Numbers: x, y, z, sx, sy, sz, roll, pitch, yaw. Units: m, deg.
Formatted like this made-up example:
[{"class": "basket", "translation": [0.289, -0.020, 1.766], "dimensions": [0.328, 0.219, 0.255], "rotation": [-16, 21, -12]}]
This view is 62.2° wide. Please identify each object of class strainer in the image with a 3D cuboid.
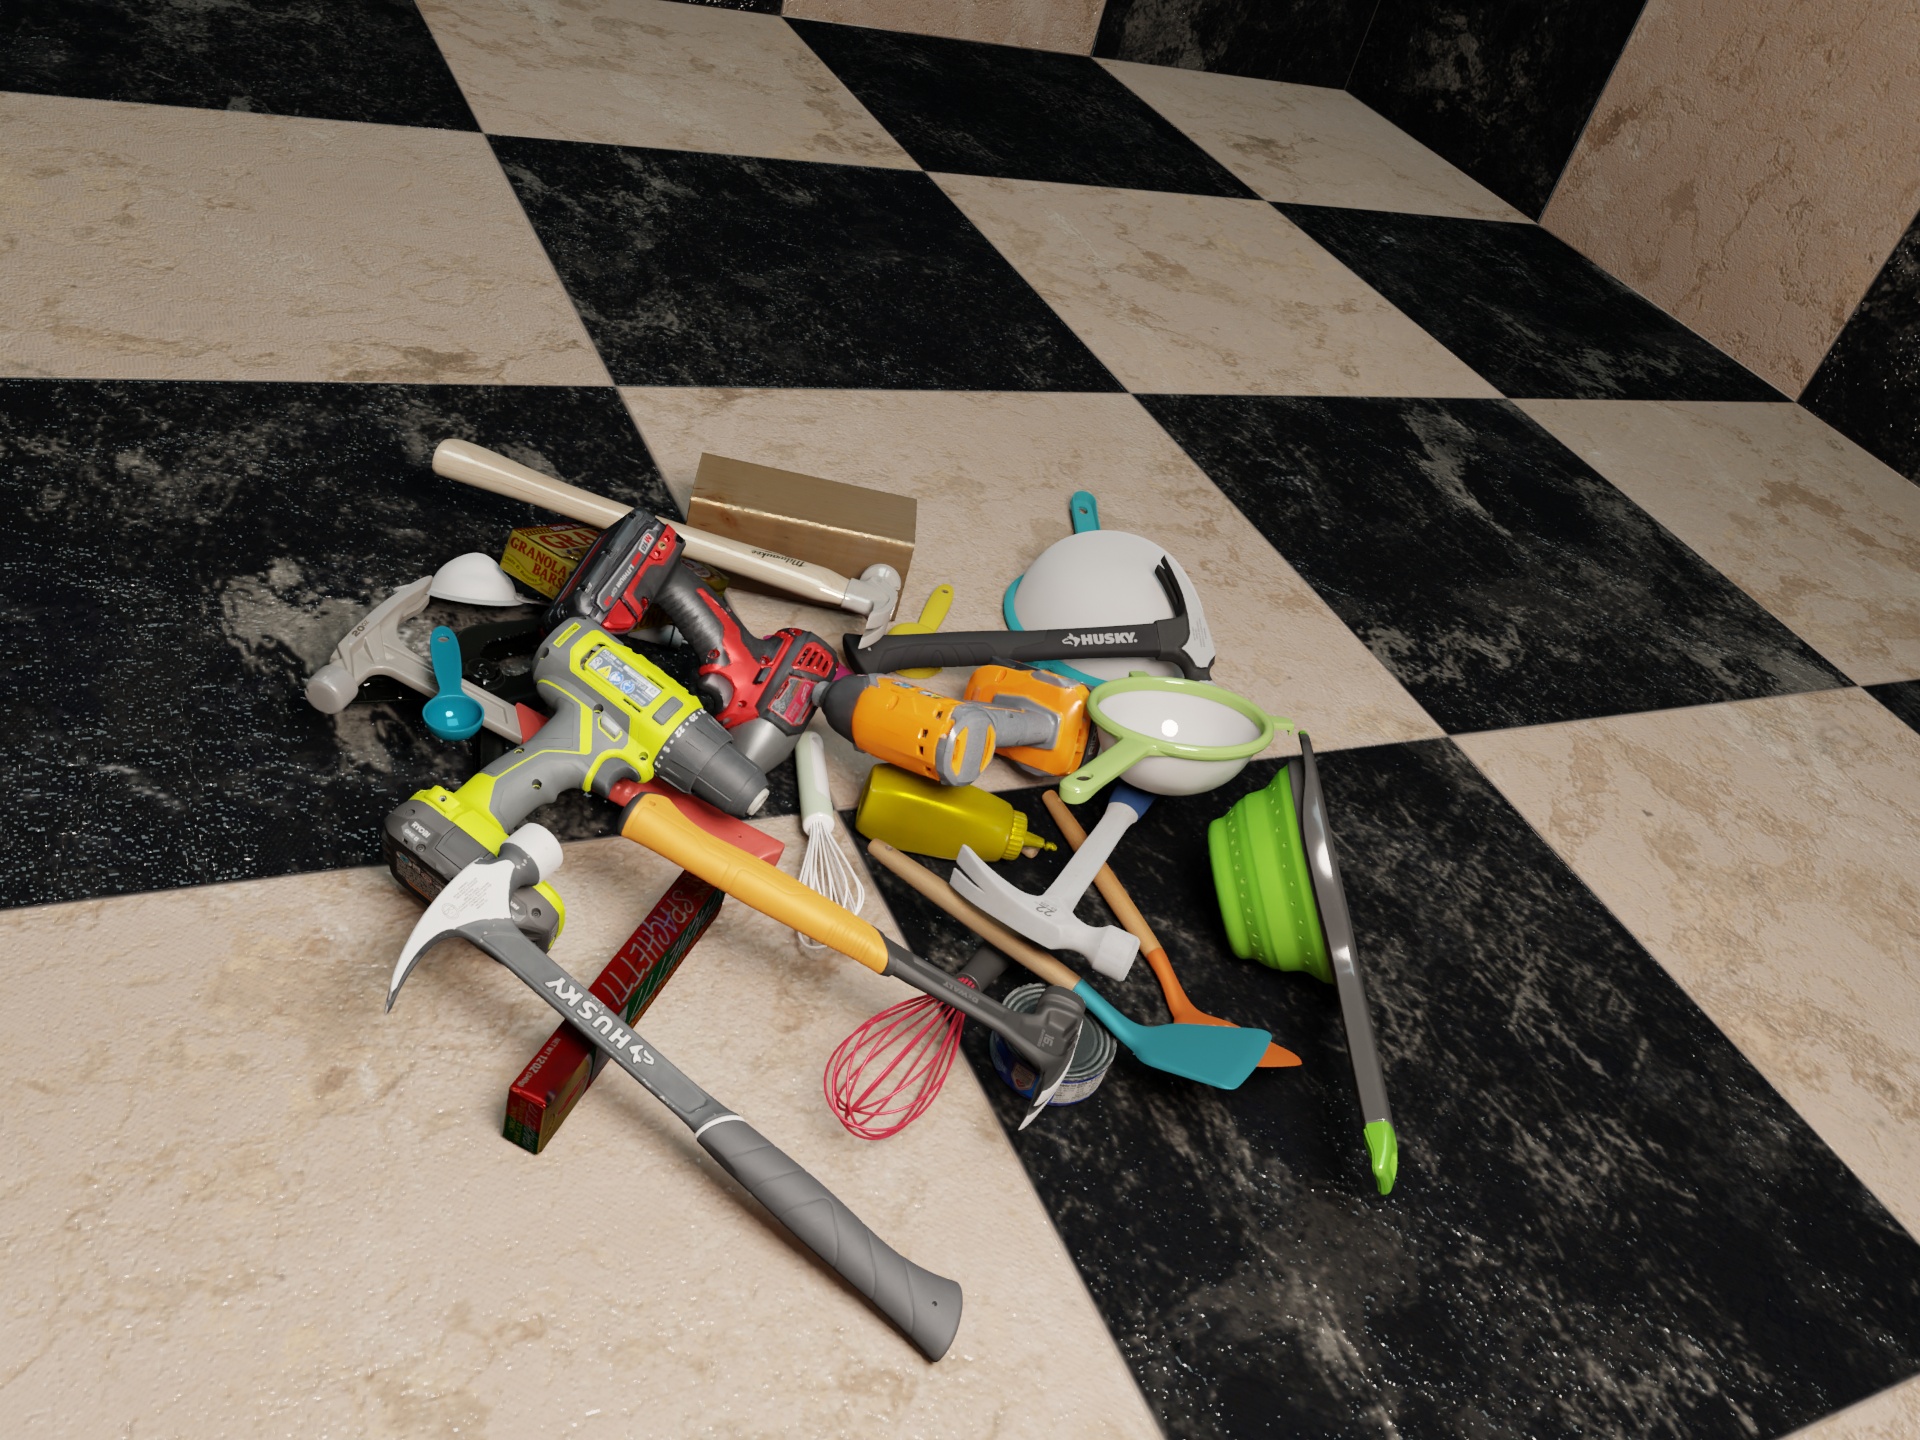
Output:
[{"class": "strainer", "translation": [-0.345, -0.100, 1.353], "dimensions": [0.258, 0.050, 0.087], "rotation": [15, 12, -14]}, {"class": "strainer", "translation": [0.151, -0.162, 1.593], "dimensions": [0.211, 0.095, 0.341], "rotation": [9, 39, -11]}, {"class": "strainer", "translation": [0.144, 0.037, 1.238], "dimensions": [0.151, 0.069, 0.256], "rotation": [20, 27, 28]}]

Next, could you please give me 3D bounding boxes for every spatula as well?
[{"class": "spatula", "translation": [0.065, 0.165, 1.125], "dimensions": [0.318, 0.044, 0.082], "rotation": [33, 31, 17]}, {"class": "spatula", "translation": [0.144, 0.157, 1.232], "dimensions": [0.081, 0.041, 0.323], "rotation": [10, 33, -37]}]

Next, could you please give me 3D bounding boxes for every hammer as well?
[{"class": "hammer", "translation": [-0.162, 0.233, 0.949], "dimensions": [0.409, 0.036, 0.149], "rotation": [39, 46, 7]}, {"class": "hammer", "translation": [-0.077, 0.144, 1.041], "dimensions": [0.337, 0.034, 0.127], "rotation": [29, 25, 2]}, {"class": "hammer", "translation": [0.121, 0.074, 1.272], "dimensions": [0.144, 0.035, 0.405], "rotation": [25, 27, 12]}, {"class": "hammer", "translation": [-0.293, 0.017, 1.193], "dimensions": [0.359, 0.036, 0.149], "rotation": [28, 40, 1]}, {"class": "hammer", "translation": [-0.253, -0.157, 1.363], "dimensions": [0.410, 0.038, 0.146], "rotation": [18, 21, -3]}, {"class": "hammer", "translation": [0.062, -0.072, 1.425], "dimensions": [0.334, 0.035, 0.146], "rotation": [-3, 70, -11]}]

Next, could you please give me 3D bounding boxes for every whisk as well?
[{"class": "whisk", "translation": [-0.107, 0.085, 1.218], "dimensions": [0.057, 0.059, 0.247], "rotation": [44, 19, -33]}, {"class": "whisk", "translation": [-0.006, 0.196, 1.113], "dimensions": [0.073, 0.073, 0.296], "rotation": [30, 32, 15]}]

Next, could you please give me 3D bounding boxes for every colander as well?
[{"class": "colander", "translation": [0.245, 0.176, 1.174], "dimensions": [0.094, 0.204, 0.397], "rotation": [-12, 38, 12]}]

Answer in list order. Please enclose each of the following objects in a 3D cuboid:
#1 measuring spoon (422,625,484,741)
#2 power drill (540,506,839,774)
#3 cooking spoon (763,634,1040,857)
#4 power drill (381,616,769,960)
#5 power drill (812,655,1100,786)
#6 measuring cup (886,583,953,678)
[{"class": "measuring spoon", "translation": [-0.373, -0.025, 1.160], "dimensions": [0.042, 0.021, 0.129], "rotation": [-2, 39, -21]}, {"class": "power drill", "translation": [-0.209, -0.052, 1.256], "dimensions": [0.219, 0.078, 0.143], "rotation": [38, 61, -22]}, {"class": "cooking spoon", "translation": [-0.053, 0.016, 1.347], "dimensions": [0.319, 0.017, 0.068], "rotation": [38, 24, 24]}, {"class": "power drill", "translation": [-0.263, 0.054, 1.104], "dimensions": [0.190, 0.080, 0.228], "rotation": [37, 57, 4]}, {"class": "power drill", "translation": [-0.002, -0.004, 1.284], "dimensions": [0.164, 0.084, 0.226], "rotation": [19, 14, 35]}, {"class": "measuring cup", "translation": [-0.030, -0.095, 1.486], "dimensions": [0.062, 0.029, 0.157], "rotation": [20, 40, 3]}]
